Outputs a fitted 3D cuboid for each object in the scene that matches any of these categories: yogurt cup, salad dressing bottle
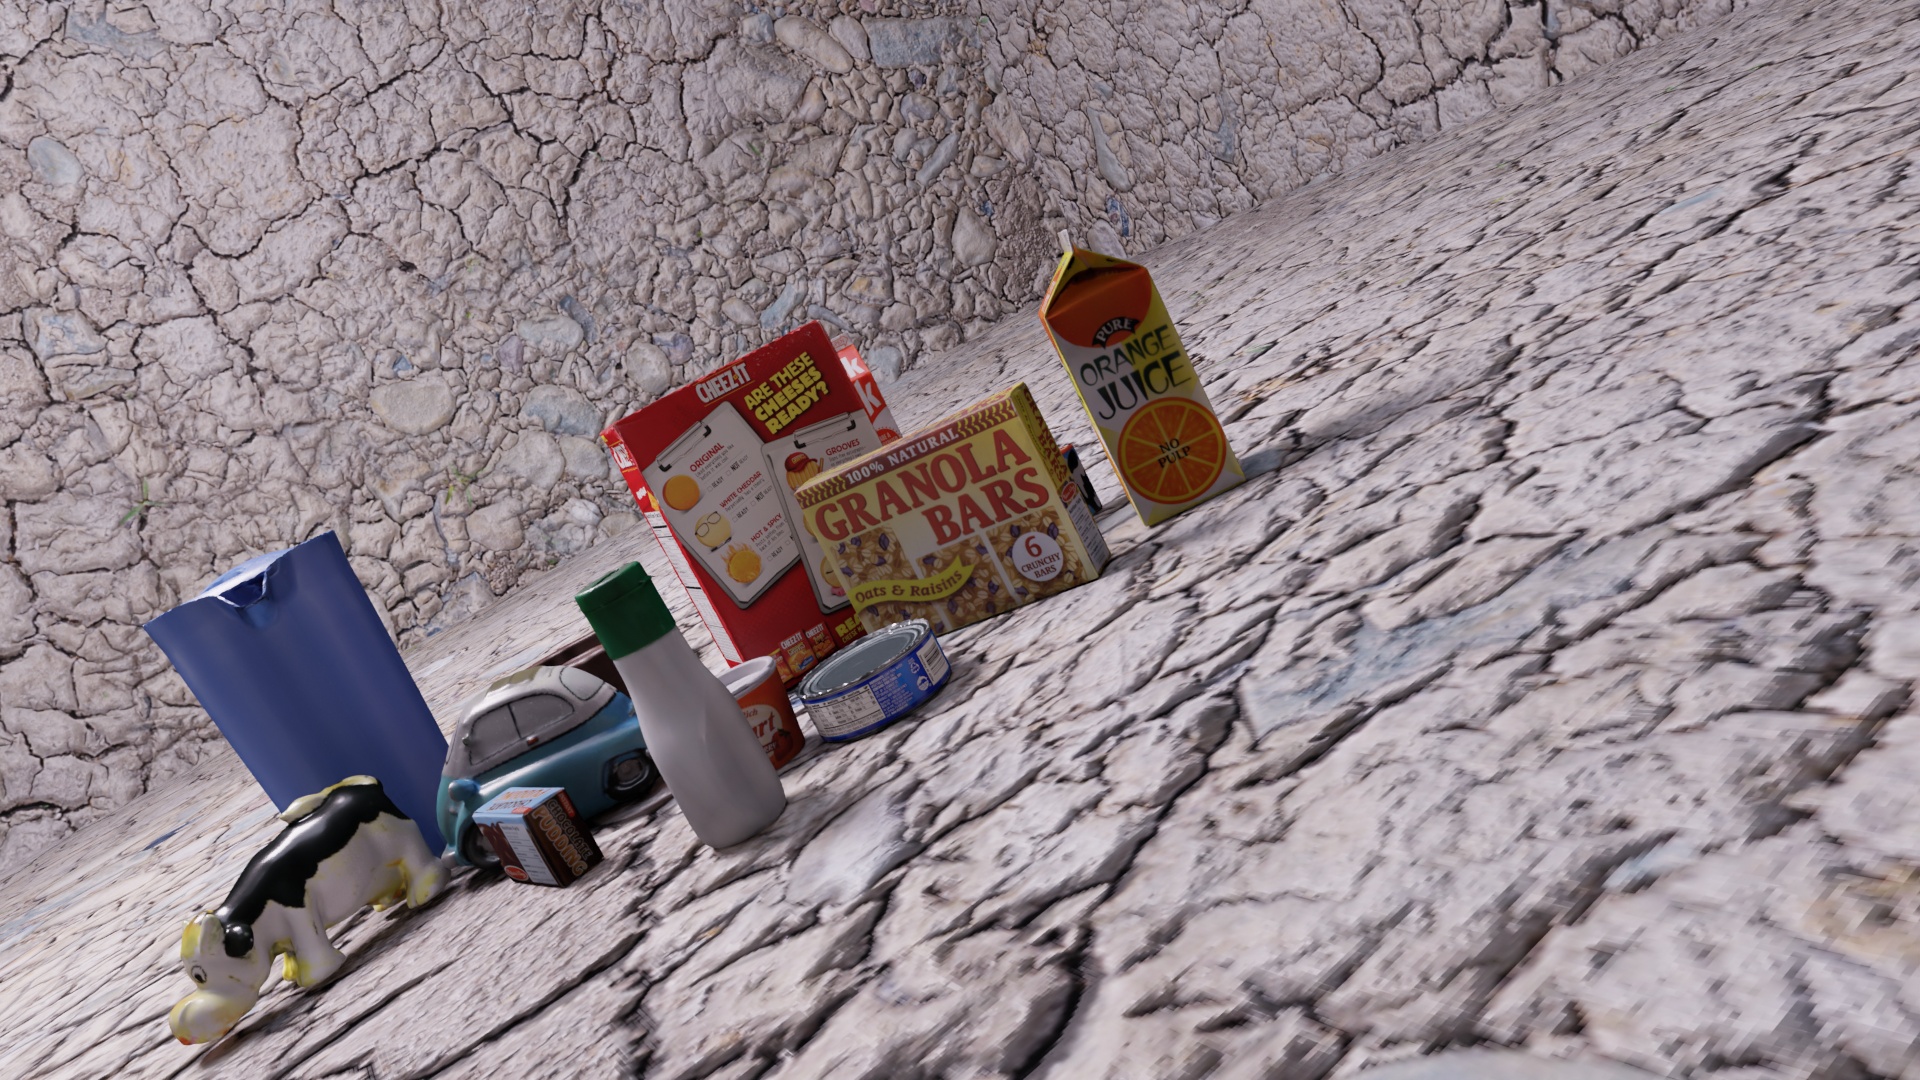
[{"bbox_3d":[-0.125,0.106,0.799,0.072,0.054,0.072,-26,10,5],"label":"yogurt cup"},{"bbox_3d":[-0.141,0.082,0.699,0.044,0.147,0.064,-24,11,16],"label":"salad dressing bottle"}]

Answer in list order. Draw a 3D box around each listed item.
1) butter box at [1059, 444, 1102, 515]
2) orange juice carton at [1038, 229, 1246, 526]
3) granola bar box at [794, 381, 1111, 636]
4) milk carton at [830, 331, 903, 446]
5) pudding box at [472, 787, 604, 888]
[{"bbox_3d":[0.054,-0.022,0.974,0.024,0.053,0.104,-16,15,48],"label":"butter box"},{"bbox_3d":[0.107,-0.113,0.898,0.073,0.192,0.072,-26,10,5],"label":"orange juice carton"},{"bbox_3d":[-0.006,-0.011,0.873,0.165,0.124,0.039,-22,12,27],"label":"granola bar box"},{"bbox_3d":[-0.098,-0.102,1.350,0.072,0.190,0.073,-28,10,-4],"label":"milk carton"},{"bbox_3d":[-0.244,0.169,0.798,0.030,0.049,0.083,-35,13,-37],"label":"pudding box"}]
